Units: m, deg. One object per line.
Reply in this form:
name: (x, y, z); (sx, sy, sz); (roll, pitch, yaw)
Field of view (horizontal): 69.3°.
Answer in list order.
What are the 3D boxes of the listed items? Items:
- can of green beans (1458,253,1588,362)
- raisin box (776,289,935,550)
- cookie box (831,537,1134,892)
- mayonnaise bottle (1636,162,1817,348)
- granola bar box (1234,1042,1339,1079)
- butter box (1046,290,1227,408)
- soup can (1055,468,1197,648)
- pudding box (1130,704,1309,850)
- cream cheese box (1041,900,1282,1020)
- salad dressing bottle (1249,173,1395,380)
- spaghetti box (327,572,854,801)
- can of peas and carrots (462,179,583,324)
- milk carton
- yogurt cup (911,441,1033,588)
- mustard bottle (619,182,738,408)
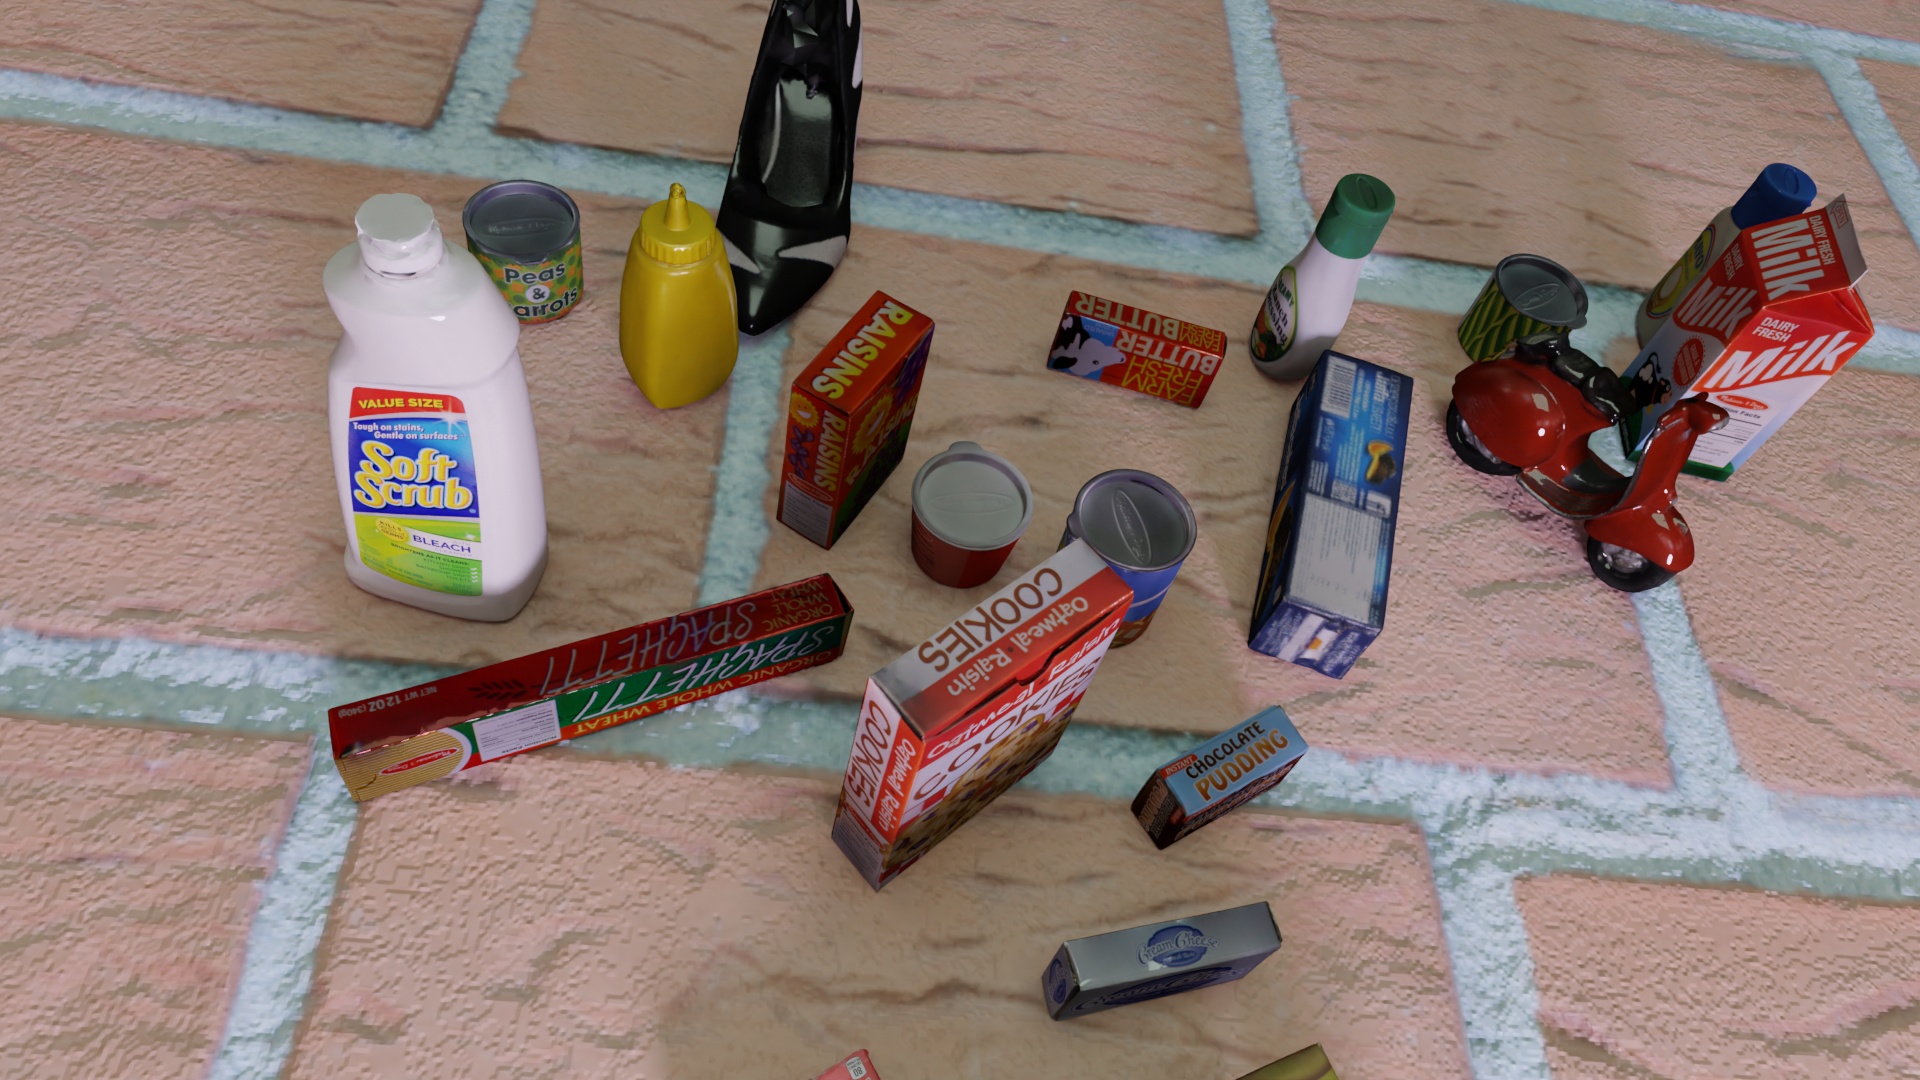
can of green beans: (0.387, -0.154, 0.958); (0.071, 0.057, 0.071); (6, 55, -8)
raisin box: (-0.059, -0.064, 0.760); (0.040, 0.122, 0.086); (30, 55, 10)
cookie box: (0.007, 0.085, 0.643); (0.123, 0.166, 0.040); (-33, 68, -29)
mayonnaise bottle: (0.525, -0.193, 0.959); (0.041, 0.147, 0.065); (19, 54, 2)
granola bar box: (0.064, 0.264, 0.555); (0.166, 0.123, 0.039); (-15, 60, -21)
butter box: (0.111, -0.120, 0.879); (0.103, 0.052, 0.024); (15, 54, -1)
soup can: (0.083, 0.011, 0.762); (0.071, 0.083, 0.072); (6, 55, -8)
pudding box: (0.134, 0.121, 0.716); (0.084, 0.049, 0.030); (-22, 63, -25)
cream cheese box: (0.093, 0.198, 0.652); (0.104, 0.053, 0.024); (-7, 57, -16)
salad dressing bottle: (0.227, -0.164, 0.876); (0.044, 0.146, 0.064); (1, 56, -11)
spaghetti box: (-0.175, 0.070, 0.687); (0.251, 0.050, 0.029); (-15, 60, -21)
can of peas and carrots: (-0.260, -0.171, 0.832); (0.071, 0.058, 0.071); (6, 55, -8)
milk carton: (0.502, -0.127, 0.881); (0.073, 0.189, 0.073); (13, 54, -3)
yogurt cup: (0.003, -0.010, 0.778); (0.072, 0.053, 0.073); (6, 55, -8)
mustard bottle: (-0.156, -0.141, 0.771); (0.065, 0.159, 0.049); (-27, 65, -27)
